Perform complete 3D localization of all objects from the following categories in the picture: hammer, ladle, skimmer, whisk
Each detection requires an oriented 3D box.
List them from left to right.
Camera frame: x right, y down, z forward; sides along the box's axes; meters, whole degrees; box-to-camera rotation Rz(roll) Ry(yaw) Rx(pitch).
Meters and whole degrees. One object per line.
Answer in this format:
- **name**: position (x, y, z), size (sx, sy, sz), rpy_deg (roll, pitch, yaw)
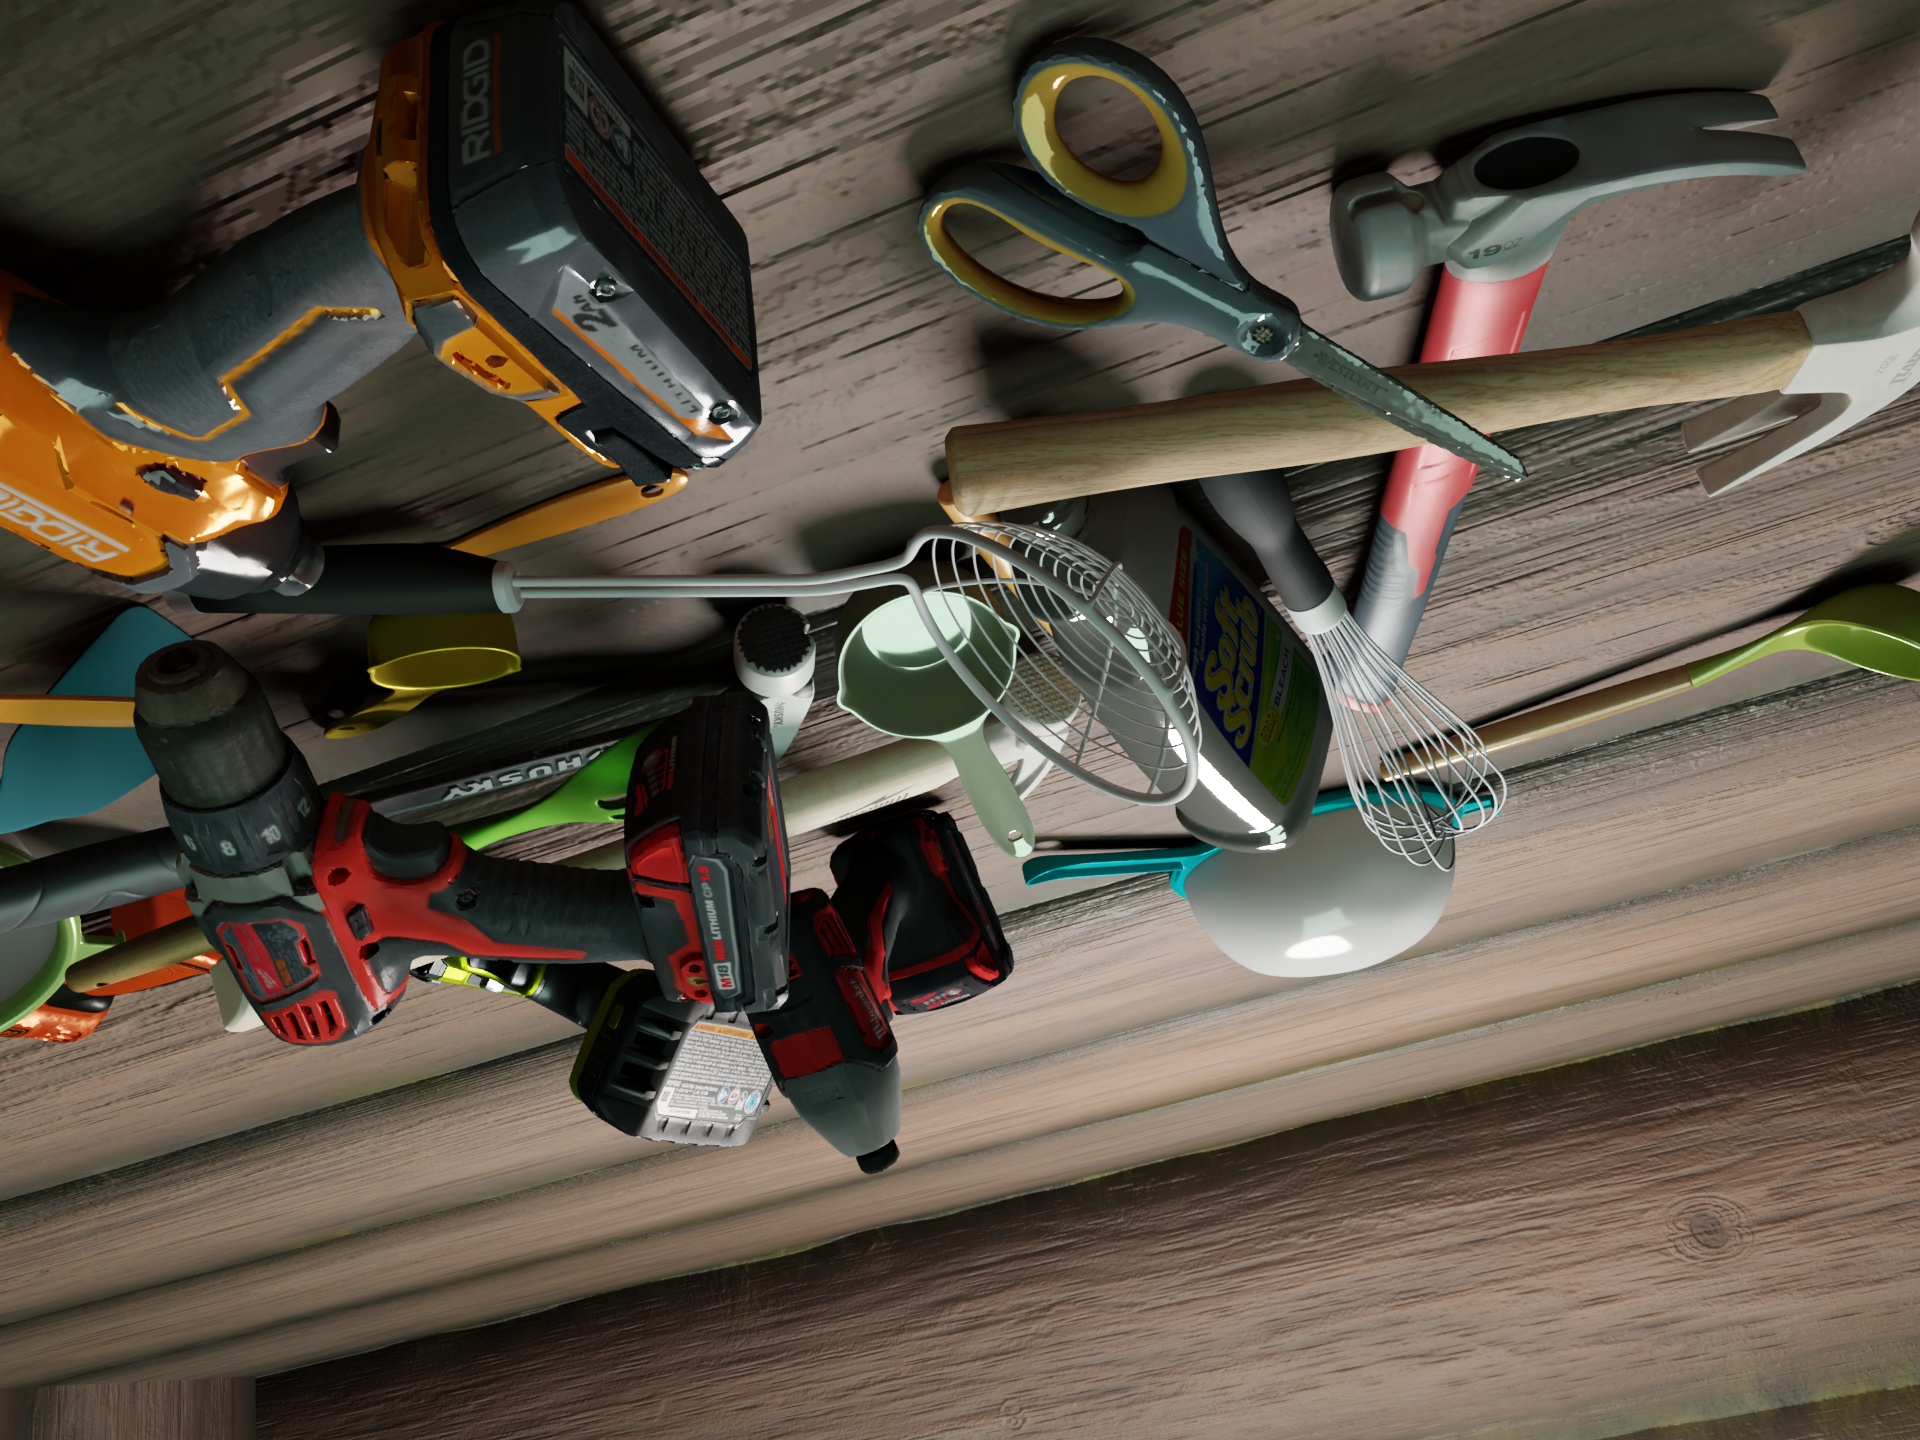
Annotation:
- **hammer**: position (-0.263, 0.040, 0.693), size (0.409, 0.036, 0.149), rpy_deg (-15, 160, -14)
- **hammer**: position (-0.142, 0.066, 0.767), size (0.410, 0.038, 0.146), rpy_deg (-18, 163, -13)
- **skimmer**: position (-0.101, -0.021, 0.551), size (0.363, 0.090, 0.127), rpy_deg (1, 155, 1)
- **whisk**: position (0.165, -0.030, 0.684), size (0.070, 0.070, 0.284), rpy_deg (-22, 130, 23)
- **hammer**: position (0.160, -0.105, 0.530), size (0.331, 0.031, 0.130), rpy_deg (-8, 157, 2)
- **hammer**: position (0.209, -0.099, 0.661), size (0.143, 0.038, 0.386), rpy_deg (-13, 156, 1)
- **ladle**: position (0.404, -0.006, 0.934), size (0.320, 0.062, 0.078), rpy_deg (-20, 155, 25)

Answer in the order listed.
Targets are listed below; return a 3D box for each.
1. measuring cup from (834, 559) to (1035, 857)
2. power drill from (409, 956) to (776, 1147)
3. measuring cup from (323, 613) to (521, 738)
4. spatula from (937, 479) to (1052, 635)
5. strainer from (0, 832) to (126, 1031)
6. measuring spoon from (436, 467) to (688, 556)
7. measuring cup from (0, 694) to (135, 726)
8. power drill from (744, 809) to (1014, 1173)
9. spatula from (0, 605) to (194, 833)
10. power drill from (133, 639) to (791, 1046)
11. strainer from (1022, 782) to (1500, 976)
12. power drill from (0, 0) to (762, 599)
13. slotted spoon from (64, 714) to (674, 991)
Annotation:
- **measuring cup**: position (-0.001, -0.002, 0.709), size (0.083, 0.038, 0.167), rpy_deg (-22, 130, 5)
- **power drill**: position (-0.213, 0.141, 0.840), size (0.223, 0.080, 0.171), rpy_deg (20, 173, 29)
- **measuring cup**: position (-0.235, -0.021, 0.661), size (0.062, 0.029, 0.156), rpy_deg (-1, 168, -41)
- **spatula**: position (0.074, -0.029, 0.744), size (0.041, 0.081, 0.322), rpy_deg (-7, 154, 25)
- **strainer**: position (-0.519, 0.105, 0.695), size (0.256, 0.069, 0.151), rpy_deg (-28, 142, -3)
- **measuring spoon**: position (-0.154, -0.071, 0.591), size (0.117, 0.011, 0.021), rpy_deg (-17, 156, 12)
- **measuring cup**: position (-0.354, -0.027, 0.552), size (0.173, 0.052, 0.095), rpy_deg (4, 152, -36)
- **power drill**: position (-0.045, 0.138, 0.855), size (0.078, 0.143, 0.220), rpy_deg (-21, -174, 19)
- **spatula**: position (-0.439, 0.049, 0.611), size (0.317, 0.044, 0.082), rpy_deg (-22, 152, -3)
- **power drill**: position (-0.185, 0.043, 0.608), size (0.226, 0.080, 0.187), rpy_deg (-4, 132, -1)
- **strainer**: position (0.202, 0.128, 1.090), size (0.340, 0.095, 0.211), rpy_deg (-1, 154, -26)
- **power drill**: position (-0.174, -0.095, 0.449), size (0.226, 0.084, 0.164), rpy_deg (-14, 157, 15)
- **slotted spoon**: position (-0.241, 0.062, 0.683), size (0.314, 0.031, 0.070), rpy_deg (-19, 159, 5)
